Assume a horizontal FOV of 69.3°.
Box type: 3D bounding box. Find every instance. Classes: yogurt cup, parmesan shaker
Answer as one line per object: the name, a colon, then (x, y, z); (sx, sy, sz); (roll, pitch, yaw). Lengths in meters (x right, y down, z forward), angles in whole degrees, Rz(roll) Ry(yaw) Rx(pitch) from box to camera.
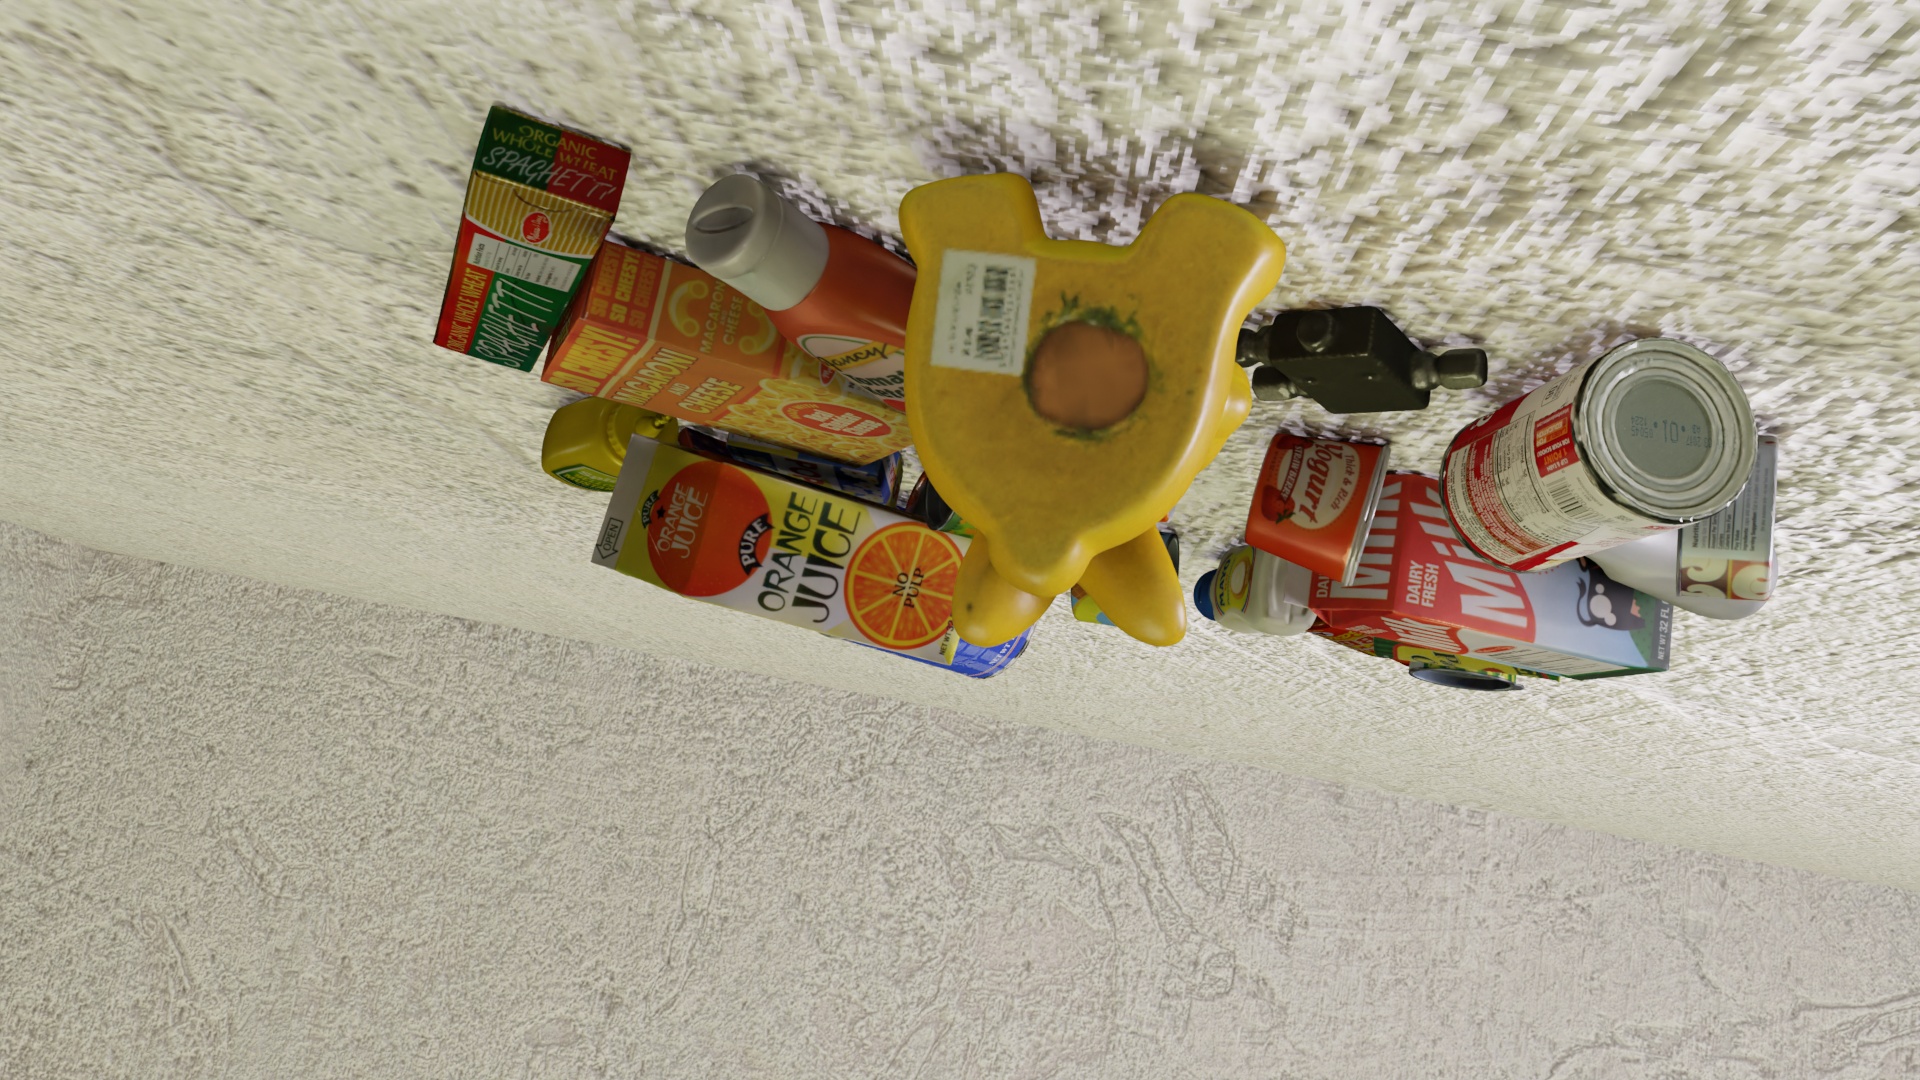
yogurt cup: (0.166, -0.018, 0.651); (0.054, 0.072, 0.072); (16, 170, 15)
parmesan shaker: (0.299, 0.042, 0.812); (0.103, 0.071, 0.071); (6, 167, 24)

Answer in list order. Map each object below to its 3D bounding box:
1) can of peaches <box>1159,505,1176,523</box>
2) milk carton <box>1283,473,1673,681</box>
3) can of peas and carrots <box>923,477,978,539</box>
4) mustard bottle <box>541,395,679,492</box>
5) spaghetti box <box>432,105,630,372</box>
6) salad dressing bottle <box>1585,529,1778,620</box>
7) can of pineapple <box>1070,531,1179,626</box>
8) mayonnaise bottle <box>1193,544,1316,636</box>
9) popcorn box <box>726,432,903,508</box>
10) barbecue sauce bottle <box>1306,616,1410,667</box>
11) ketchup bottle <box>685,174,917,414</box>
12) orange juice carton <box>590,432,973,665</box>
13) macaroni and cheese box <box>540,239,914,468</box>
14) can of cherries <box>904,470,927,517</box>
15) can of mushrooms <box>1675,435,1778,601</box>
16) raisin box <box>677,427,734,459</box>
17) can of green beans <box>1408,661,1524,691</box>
can of peaches: (0.067, -0.045, 0.607); (0.058, 0.071, 0.071); (8, 168, 14)
milk carton: (0.258, 0.017, 0.711); (0.191, 0.072, 0.073); (12, 168, -8)
can of peas and carrots: (0.021, -0.032, 0.716); (0.059, 0.071, 0.071); (15, 168, -19)
mustard bottle: (-0.203, -0.060, 0.828); (0.065, 0.049, 0.160); (15, 168, -28)
spaghetti box: (-0.189, -0.117, 0.588); (0.050, 0.029, 0.249); (16, 168, -22)
salad dressing bottle: (0.312, -0.002, 0.637); (0.148, 0.044, 0.064); (18, 168, -28)
can of pineapple: (0.107, 0.023, 0.900); (0.058, 0.071, 0.071); (7, 168, 18)
mayonnaise bottle: (0.184, 0.030, 0.875); (0.041, 0.065, 0.148); (11, 172, -6)
popcorn box: (-0.080, -0.047, 0.799); (0.085, 0.038, 0.126); (10, 169, 3)
barbecue sauce bottle: (0.277, 0.054, 0.945); (0.148, 0.044, 0.065); (21, 165, -41)
ketchup bottle: (-0.042, -0.091, 0.537); (0.064, 0.043, 0.148); (-2, 163, 34)
orange juice carton: (-0.091, 0.004, 0.737); (0.193, 0.071, 0.073); (17, -178, -21)
macaroni and cheese box: (-0.101, -0.081, 0.649); (0.166, 0.040, 0.123); (15, 168, -22)
can of cherries: (0.003, -0.011, 0.843); (0.058, 0.071, 0.071); (17, 167, -21)
can of mushrooms: (0.305, -0.009, 0.552); (0.033, 0.071, 0.071); (3, 166, 30)
raisin box: (-0.127, -0.015, 0.887); (0.123, 0.086, 0.040); (21, 121, -41)
can of green beans: (0.328, 0.063, 0.901); (0.071, 0.058, 0.071); (11, 168, 2)
